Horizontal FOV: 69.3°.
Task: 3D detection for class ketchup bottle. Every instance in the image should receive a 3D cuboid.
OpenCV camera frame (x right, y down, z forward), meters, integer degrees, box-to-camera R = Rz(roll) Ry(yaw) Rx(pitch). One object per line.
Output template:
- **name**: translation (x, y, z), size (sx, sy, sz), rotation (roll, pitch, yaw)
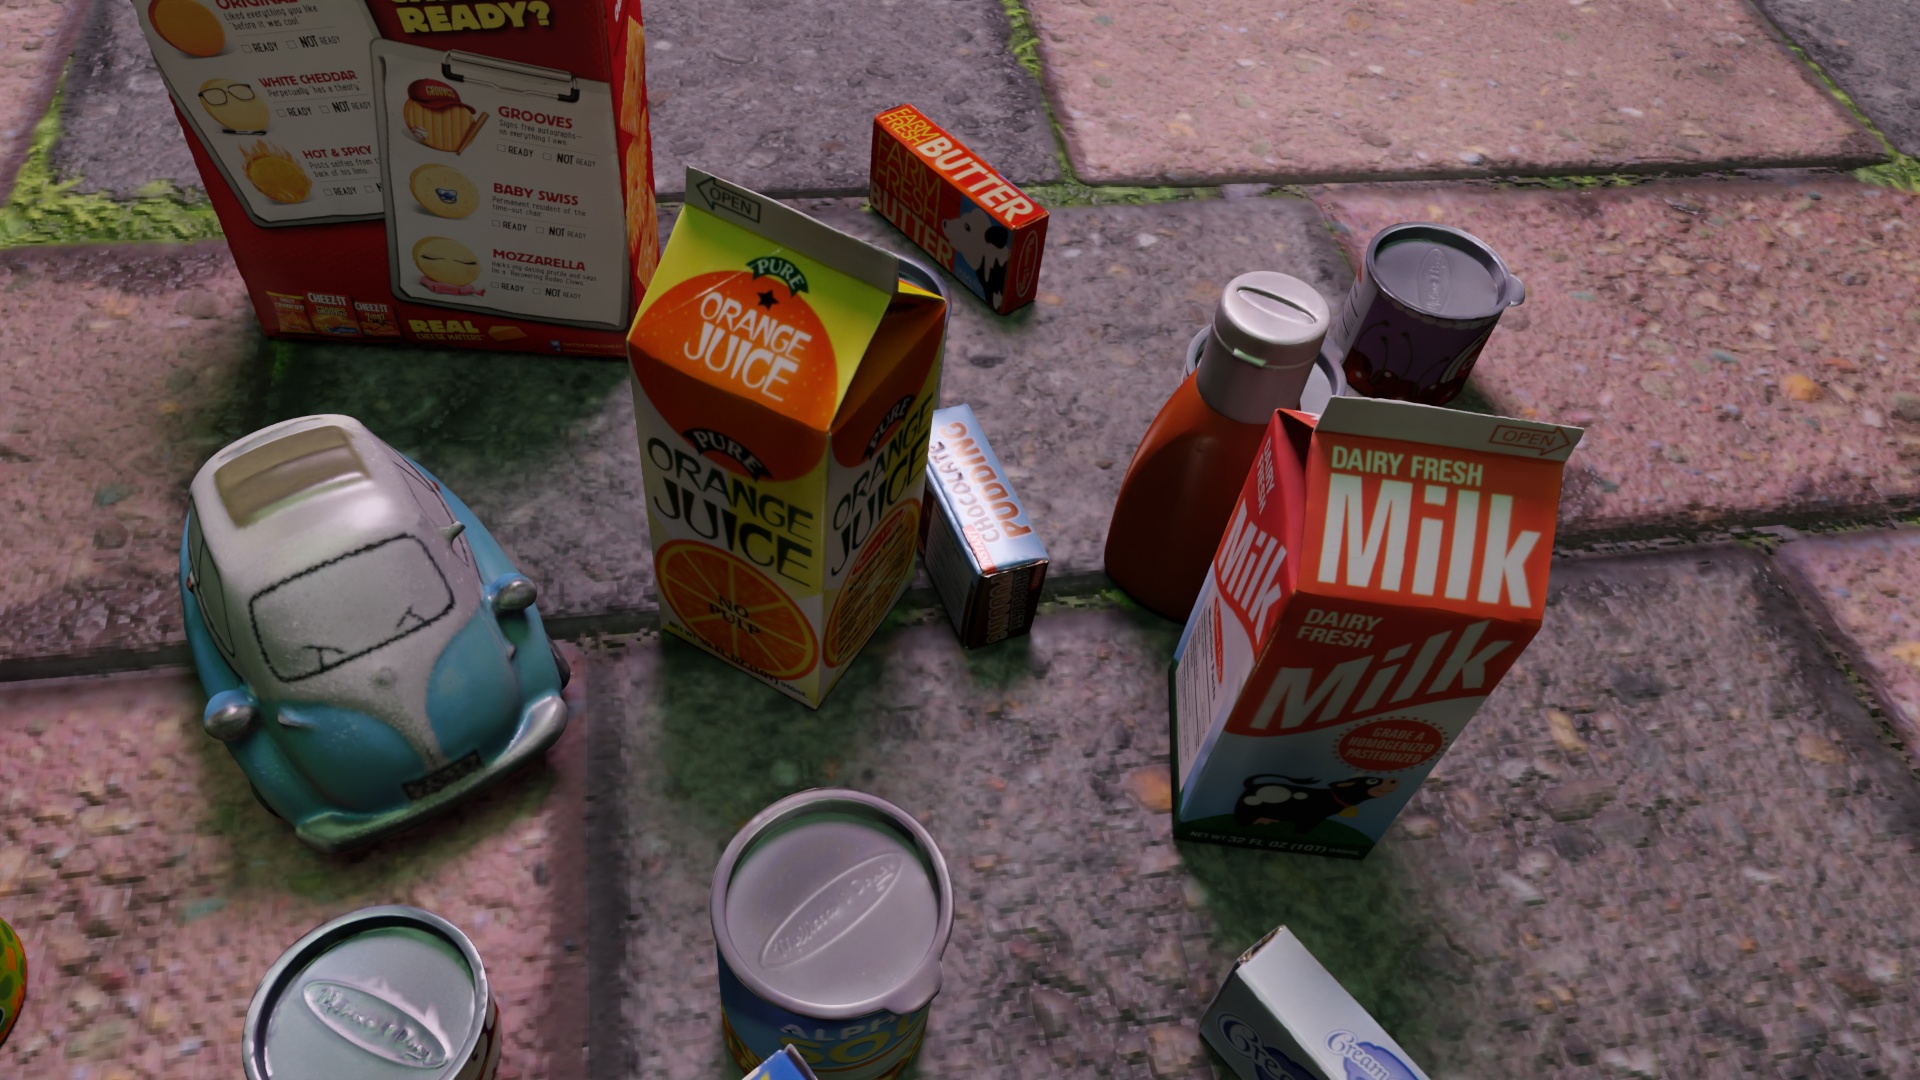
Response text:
- **ketchup bottle**: translation (0.095, -0.030, 0.507), size (0.065, 0.148, 0.044), rotation (26, 53, 13)

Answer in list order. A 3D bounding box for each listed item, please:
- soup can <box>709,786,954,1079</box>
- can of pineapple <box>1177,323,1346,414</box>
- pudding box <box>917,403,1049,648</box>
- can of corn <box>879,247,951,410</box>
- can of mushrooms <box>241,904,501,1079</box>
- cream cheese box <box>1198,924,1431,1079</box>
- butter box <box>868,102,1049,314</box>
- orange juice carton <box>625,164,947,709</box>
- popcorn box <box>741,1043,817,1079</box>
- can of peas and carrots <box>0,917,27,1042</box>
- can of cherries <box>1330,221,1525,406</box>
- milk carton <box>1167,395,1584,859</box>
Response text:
- **soup can**: translation (-0.037, 0.124, 0.408), size (0.071, 0.083, 0.072), rotation (4, 51, -4)
- **can of pineapple**: translation (0.123, -0.051, 0.586), size (0.071, 0.057, 0.071), rotation (4, 51, -4)
- **pudding box**: translation (0.002, -0.007, 0.540), size (0.030, 0.049, 0.084), rotation (-14, 55, -18)
- **can of corn**: translation (-0.040, -0.083, 0.590), size (0.071, 0.058, 0.071), rotation (4, 51, -4)
- **can of mushrooms**: translation (-0.171, 0.146, 0.405), size (0.071, 0.033, 0.071), rotation (4, 51, -4)
- **cream cheese box**: translation (0.118, 0.169, 0.411), size (0.024, 0.053, 0.104), rotation (-30, 61, -27)
- **butter box**: translation (-0.003, -0.158, 0.658), size (0.024, 0.052, 0.104), rotation (-31, 61, -28)
- **orange juice carton**: translation (-0.057, -0.034, 0.462), size (0.072, 0.191, 0.073), rotation (26, 53, 13)
- **popcorn box**: translation (-0.082, 0.193, 0.346), size (0.127, 0.084, 0.038), rotation (-33, 62, -29)
- **can of peas and carrots**: translation (-0.309, 0.123, 0.390), size (0.071, 0.058, 0.071), rotation (4, 51, -4)
- **can of cherries**: translation (0.212, -0.102, 0.637), size (0.071, 0.058, 0.072), rotation (4, 51, -4)
- **milk carton**: translation (0.122, 0.024, 0.440), size (0.072, 0.189, 0.074), rotation (7, 51, -2)
